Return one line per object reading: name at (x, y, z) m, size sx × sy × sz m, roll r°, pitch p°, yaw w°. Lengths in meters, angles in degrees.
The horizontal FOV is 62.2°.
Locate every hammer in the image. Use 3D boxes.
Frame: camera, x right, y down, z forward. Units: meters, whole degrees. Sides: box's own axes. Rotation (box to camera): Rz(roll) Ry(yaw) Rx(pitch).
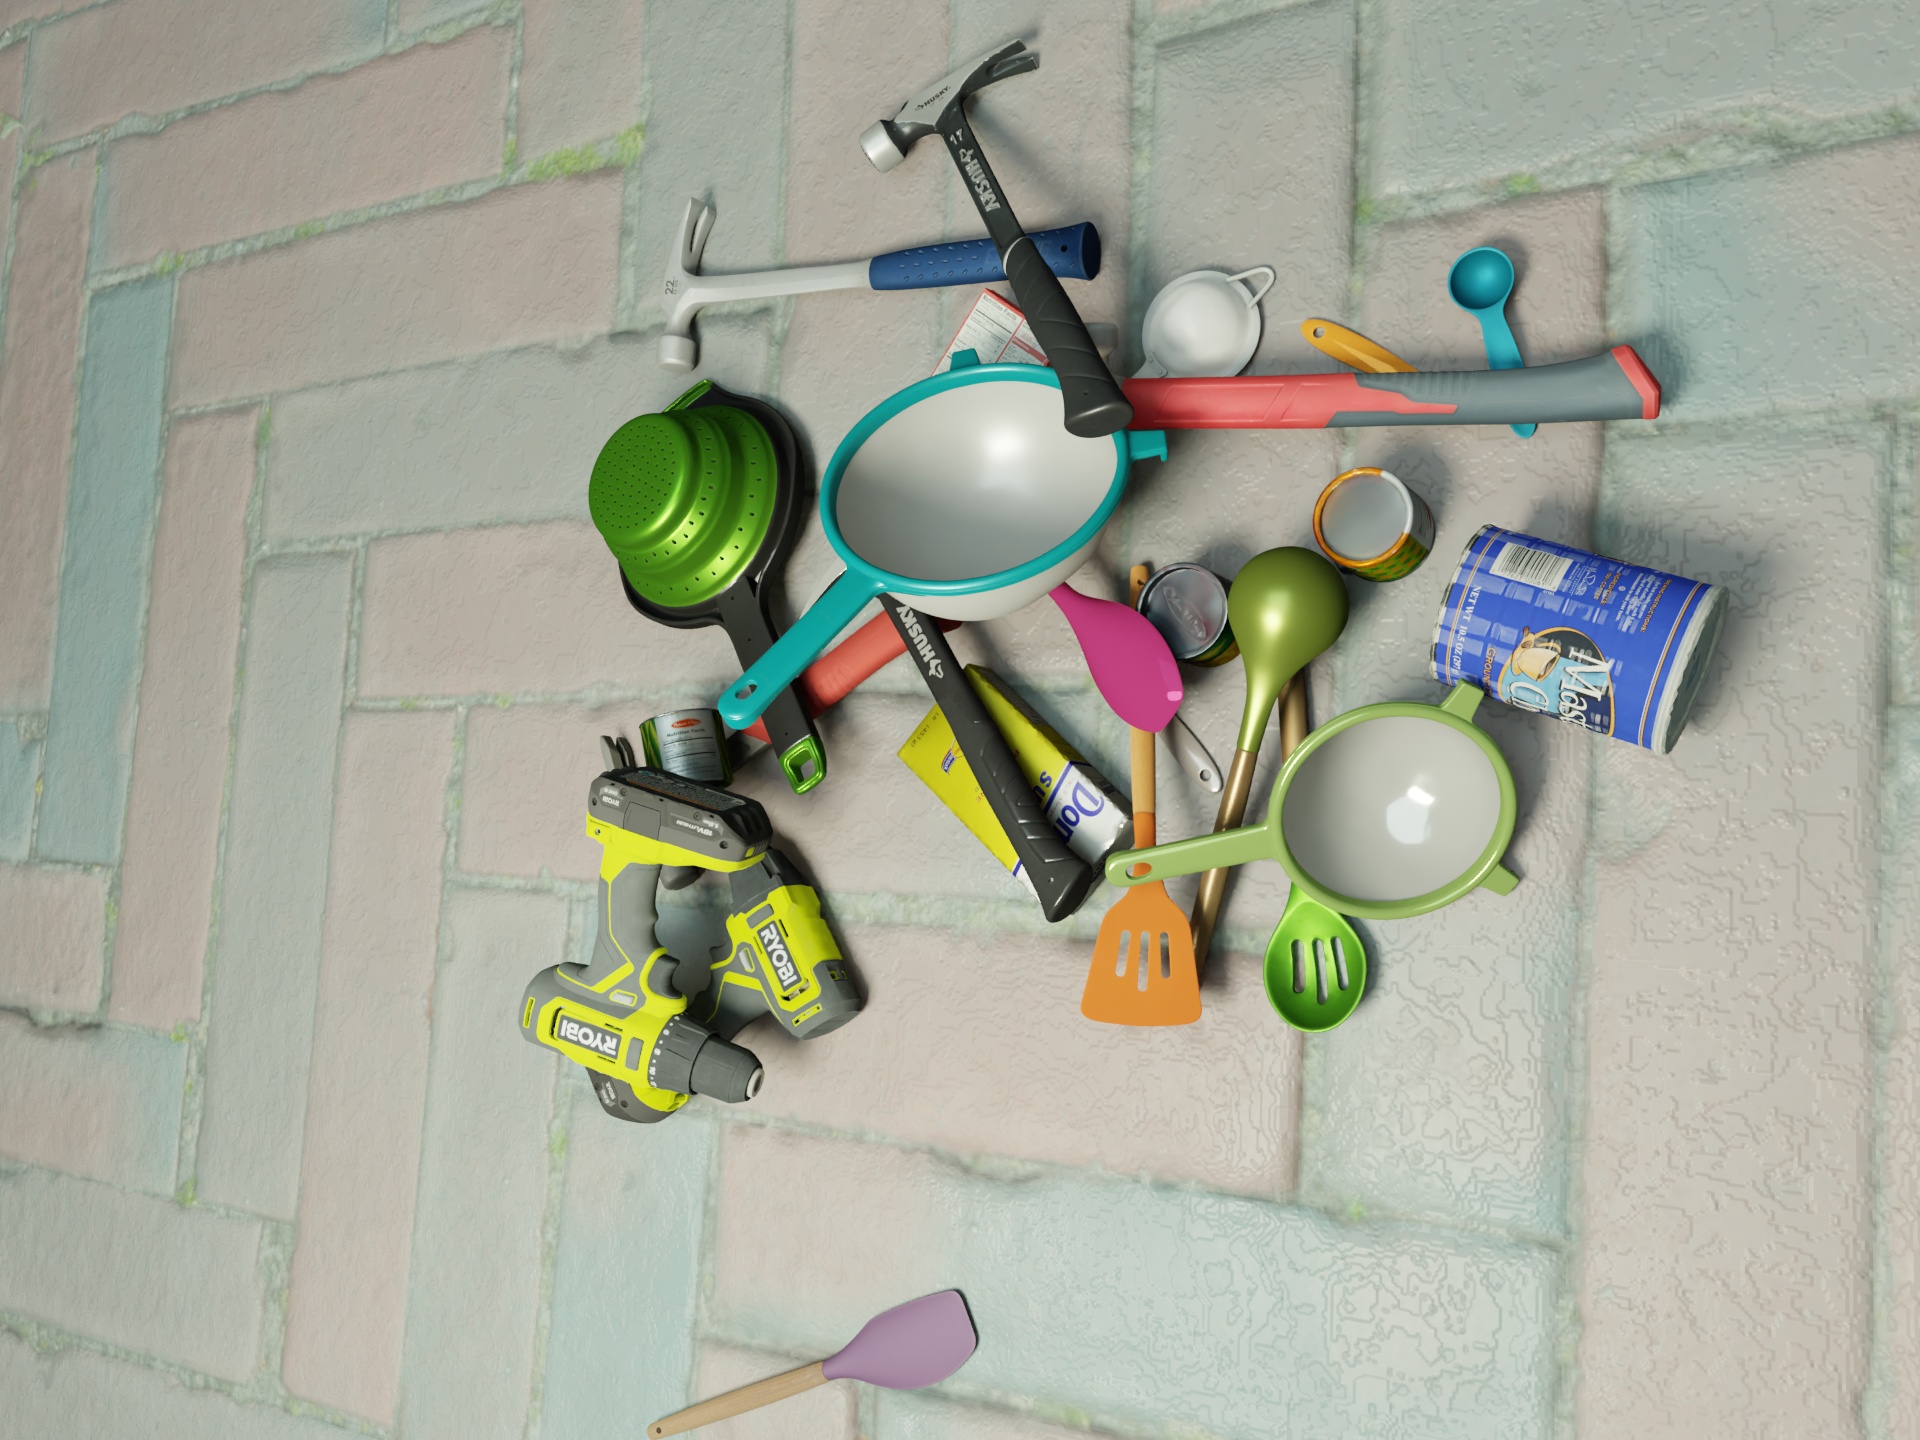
hammer at (-0.141, -0.016, 1.274) m, size 0.359 × 0.036 × 0.149 m, roll -36°, pitch 69°, yaw 22°
hammer at (0.251, -0.196, 1.051) m, size 0.386 × 0.038 × 0.143 m, roll 4°, pitch 107°, yaw 25°
hammer at (0.041, -0.345, 1.138) m, size 0.149 × 0.036 × 0.409 m, roll -32°, pitch 52°, yaw 15°
hammer at (-0.002, -0.004, 1.140) m, size 0.146 × 0.035 × 0.335 m, roll -37°, pitch 64°, yaw 18°
hammer at (-0.078, -0.364, 1.276) m, size 0.405 × 0.035 × 0.144 m, roll 3°, pitch 87°, yaw 30°

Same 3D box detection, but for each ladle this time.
ladle at (0.188, 0.041, 1.062) m, size 0.078 × 0.062 × 0.320 m, roll 16°, pitch 107°, yaw 17°

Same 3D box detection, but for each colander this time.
colander at (-0.203, -0.118, 1.257) m, size 0.204 × 0.094 × 0.397 m, roll -36°, pitch 61°, yaw 21°

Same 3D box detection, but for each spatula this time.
spatula at (0.124, 0.045, 1.091) m, size 0.081 × 0.041 × 0.323 m, roll 2°, pitch 69°, yaw -1°
spatula at (-0.120, 0.506, 1.217) m, size 0.316 × 0.018 × 0.060 m, roll -28°, pitch 73°, yaw 24°

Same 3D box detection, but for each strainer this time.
strainer at (0.120, -0.236, 1.148) m, size 0.258 × 0.050 × 0.087 m, roll -42°, pitch 71°, yaw 23°
strainer at (0.217, 0.058, 1.015) m, size 0.256 × 0.069 × 0.151 m, roll -14°, pitch 113°, yaw 12°
strainer at (-0.025, -0.096, 1.065) m, size 0.211 × 0.095 × 0.340 m, roll 32°, pitch 68°, yaw 33°

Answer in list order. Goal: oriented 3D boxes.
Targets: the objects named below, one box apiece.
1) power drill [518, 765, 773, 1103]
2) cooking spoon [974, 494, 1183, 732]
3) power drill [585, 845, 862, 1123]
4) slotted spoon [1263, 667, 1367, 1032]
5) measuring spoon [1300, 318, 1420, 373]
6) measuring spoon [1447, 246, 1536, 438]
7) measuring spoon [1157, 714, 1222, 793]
power drill at (-0.218, 0.164, 1.184) m, size 0.190 × 0.080 × 0.228 m, roll 17°, pitch 100°, yaw 15°
cooking spoon at (0.053, -0.111, 1.135) m, size 0.319 × 0.017 × 0.068 m, roll 51°, pitch 129°, yaw 30°
power drill at (-0.202, 0.206, 1.265) m, size 0.223 × 0.080 × 0.171 m, roll -34°, pitch 70°, yaw 18°
slotted spoon at (0.228, 0.048, 1.063) m, size 0.070 × 0.031 × 0.314 m, roll -8°, pitch 79°, yaw 29°
measuring spoon at (0.278, -0.245, 1.074) m, size 0.117 × 0.011 × 0.021 m, roll 36°, pitch 102°, yaw 28°
measuring spoon at (0.352, -0.244, 1.033) m, size 0.042 × 0.021 × 0.128 m, roll -17°, pitch 86°, yaw 28°
measuring spoon at (0.143, 0.002, 1.120) m, size 0.034 × 0.018 × 0.124 m, roll -44°, pitch 67°, yaw 18°
